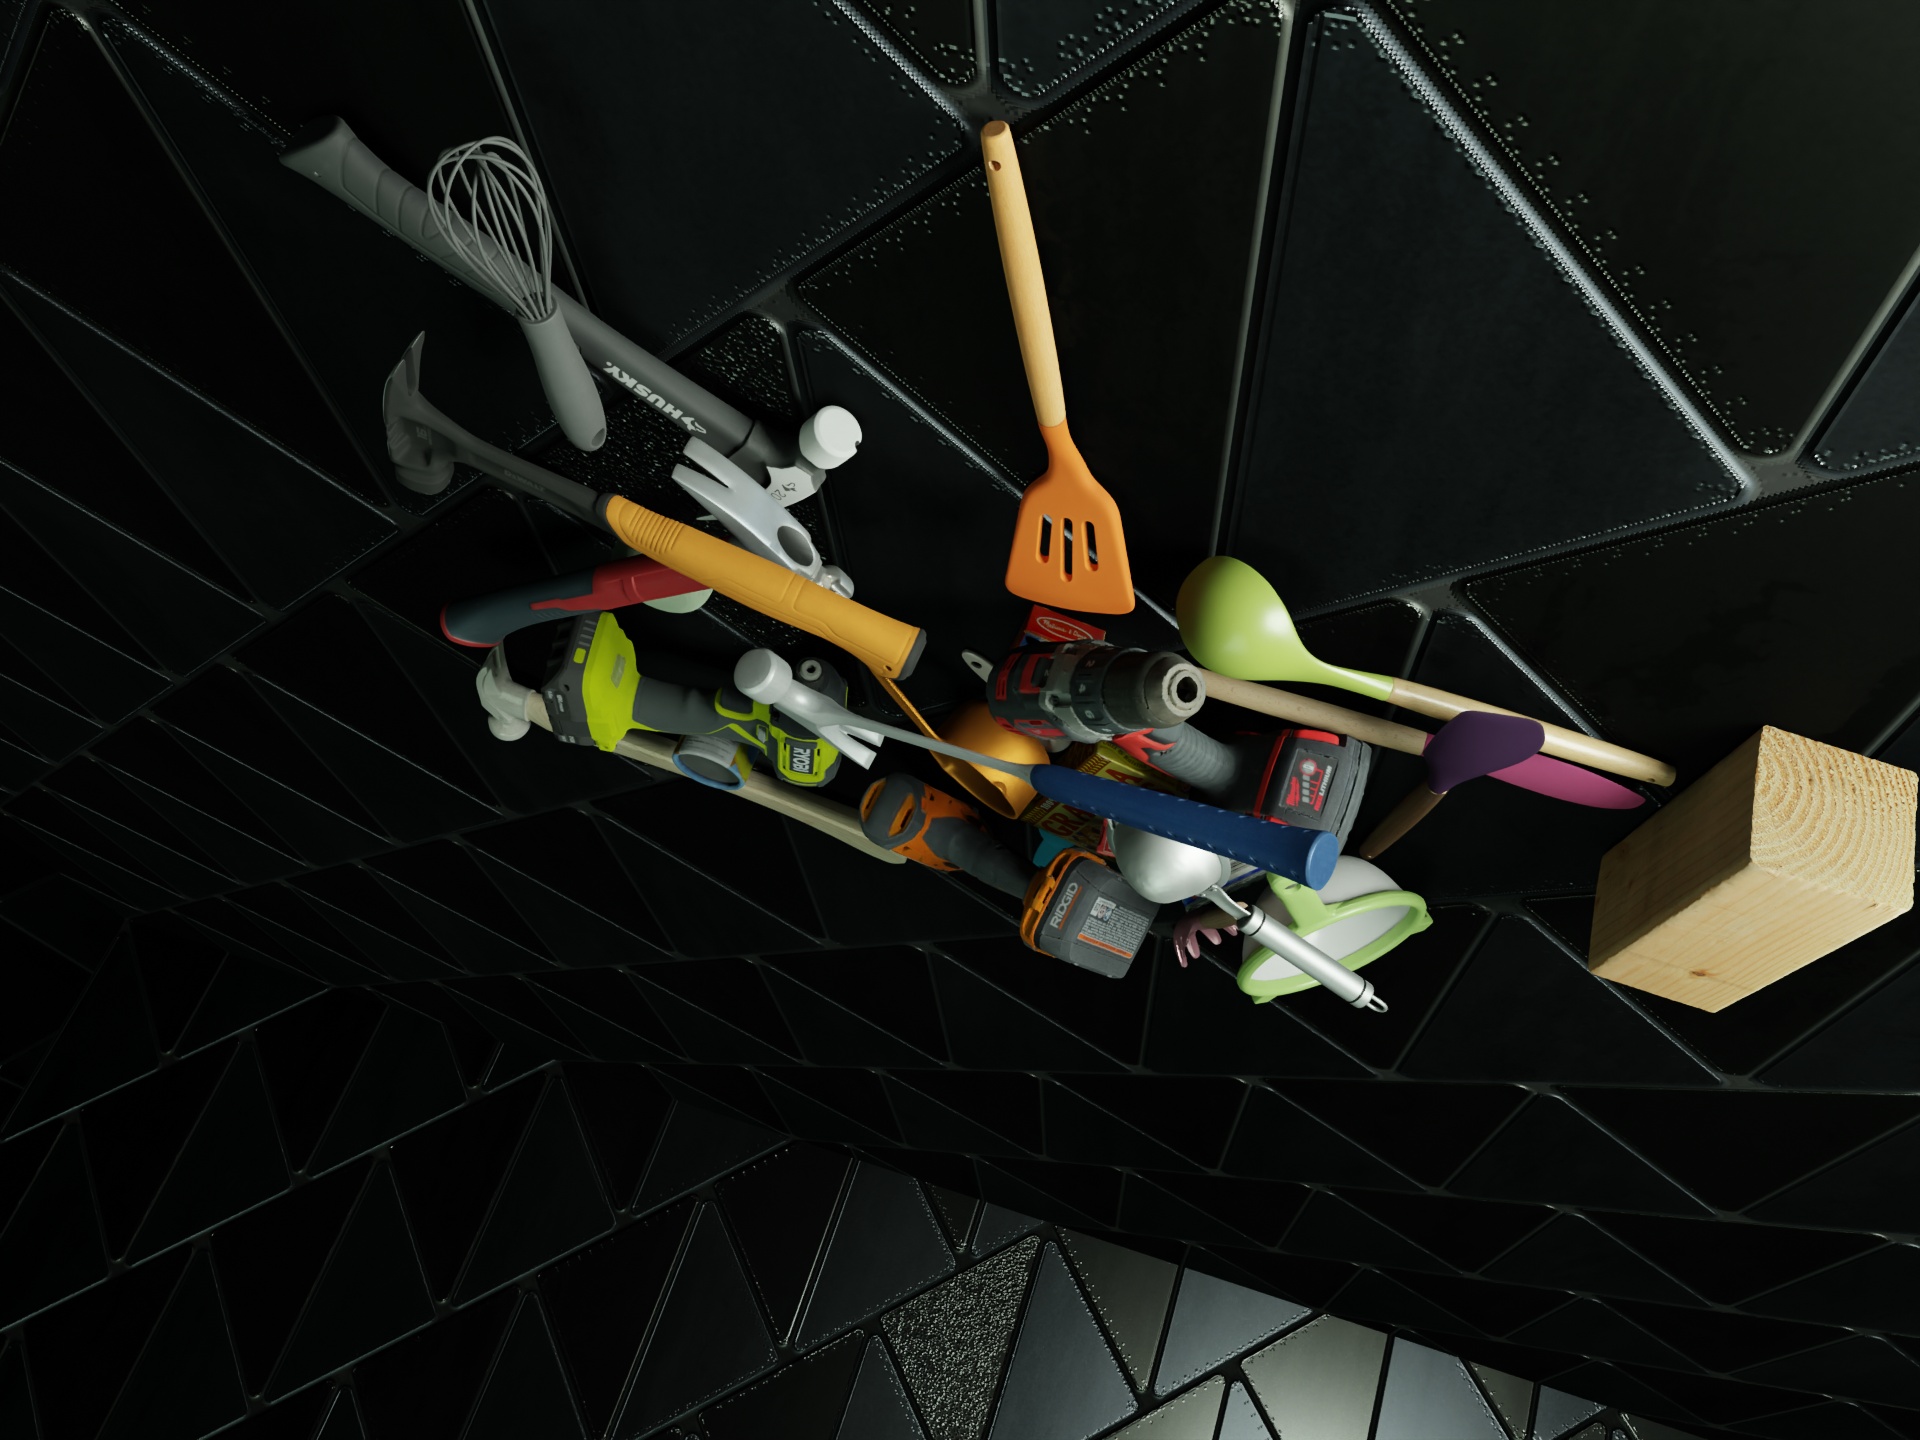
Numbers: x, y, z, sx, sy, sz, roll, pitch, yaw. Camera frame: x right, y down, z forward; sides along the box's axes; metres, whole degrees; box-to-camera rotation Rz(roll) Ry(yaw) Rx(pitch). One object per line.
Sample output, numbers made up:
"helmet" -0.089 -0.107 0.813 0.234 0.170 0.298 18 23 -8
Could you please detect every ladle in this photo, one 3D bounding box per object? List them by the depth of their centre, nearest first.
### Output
"ladle" 0.278 -0.022 0.939 0.320 0.062 0.078 17 156 -8

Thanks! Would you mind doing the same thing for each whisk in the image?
"whisk" -0.224 -0.213 0.838 0.055 0.055 0.238 16 156 10

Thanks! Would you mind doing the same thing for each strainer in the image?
"strainer" 0.186 0.129 1.050 0.258 0.050 0.087 34 145 -14
"strainer" 0.248 0.126 1.156 0.151 0.069 0.256 -27 150 10

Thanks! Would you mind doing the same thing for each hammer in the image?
"hammer" -0.225 -0.224 0.905 0.334 0.035 0.146 33 151 -24
"hammer" -0.175 -0.111 0.926 0.337 0.034 0.127 25 154 -4
"hammer" 0.044 0.034 1.003 0.406 0.035 0.144 16 168 34
"hammer" -0.251 -0.100 1.076 0.386 0.038 0.143 -6 142 42
"hammer" -0.235 0.037 1.426 0.410 0.038 0.146 20 153 -1

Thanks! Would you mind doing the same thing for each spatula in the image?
"spatula" 0.041 -0.166 0.818 0.081 0.041 0.322 12 152 19
"spatula" 0.303 0.048 1.024 0.060 0.018 0.315 10 162 2

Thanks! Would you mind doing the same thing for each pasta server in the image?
"pasta server" 0.202 0.162 1.246 0.040 0.060 0.316 58 177 9

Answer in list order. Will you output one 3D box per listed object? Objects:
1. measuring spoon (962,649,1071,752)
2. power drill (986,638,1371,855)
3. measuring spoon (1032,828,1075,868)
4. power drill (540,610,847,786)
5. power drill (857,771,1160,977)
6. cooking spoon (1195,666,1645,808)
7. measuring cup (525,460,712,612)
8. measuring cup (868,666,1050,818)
"measuring spoon" 0.038 -0.011 1.149 0.034 0.018 0.124 -5 144 43
"power drill" 0.145 0.012 0.976 0.226 0.080 0.188 24 170 -25
"measuring spoon" 0.077 0.113 1.358 0.042 0.021 0.128 20 153 2
"power drill" -0.199 -0.019 1.224 0.223 0.080 0.171 10 156 -2
"power drill" 0.043 0.121 1.277 0.227 0.084 0.164 26 178 35
"cooking spoon" 0.268 0.008 1.009 0.319 0.017 0.068 17 170 12
"measuring cup" -0.246 -0.127 1.104 0.167 0.038 0.083 29 153 -23
"measuring cup" -0.002 -0.004 1.152 0.173 0.052 0.095 48 166 -23
